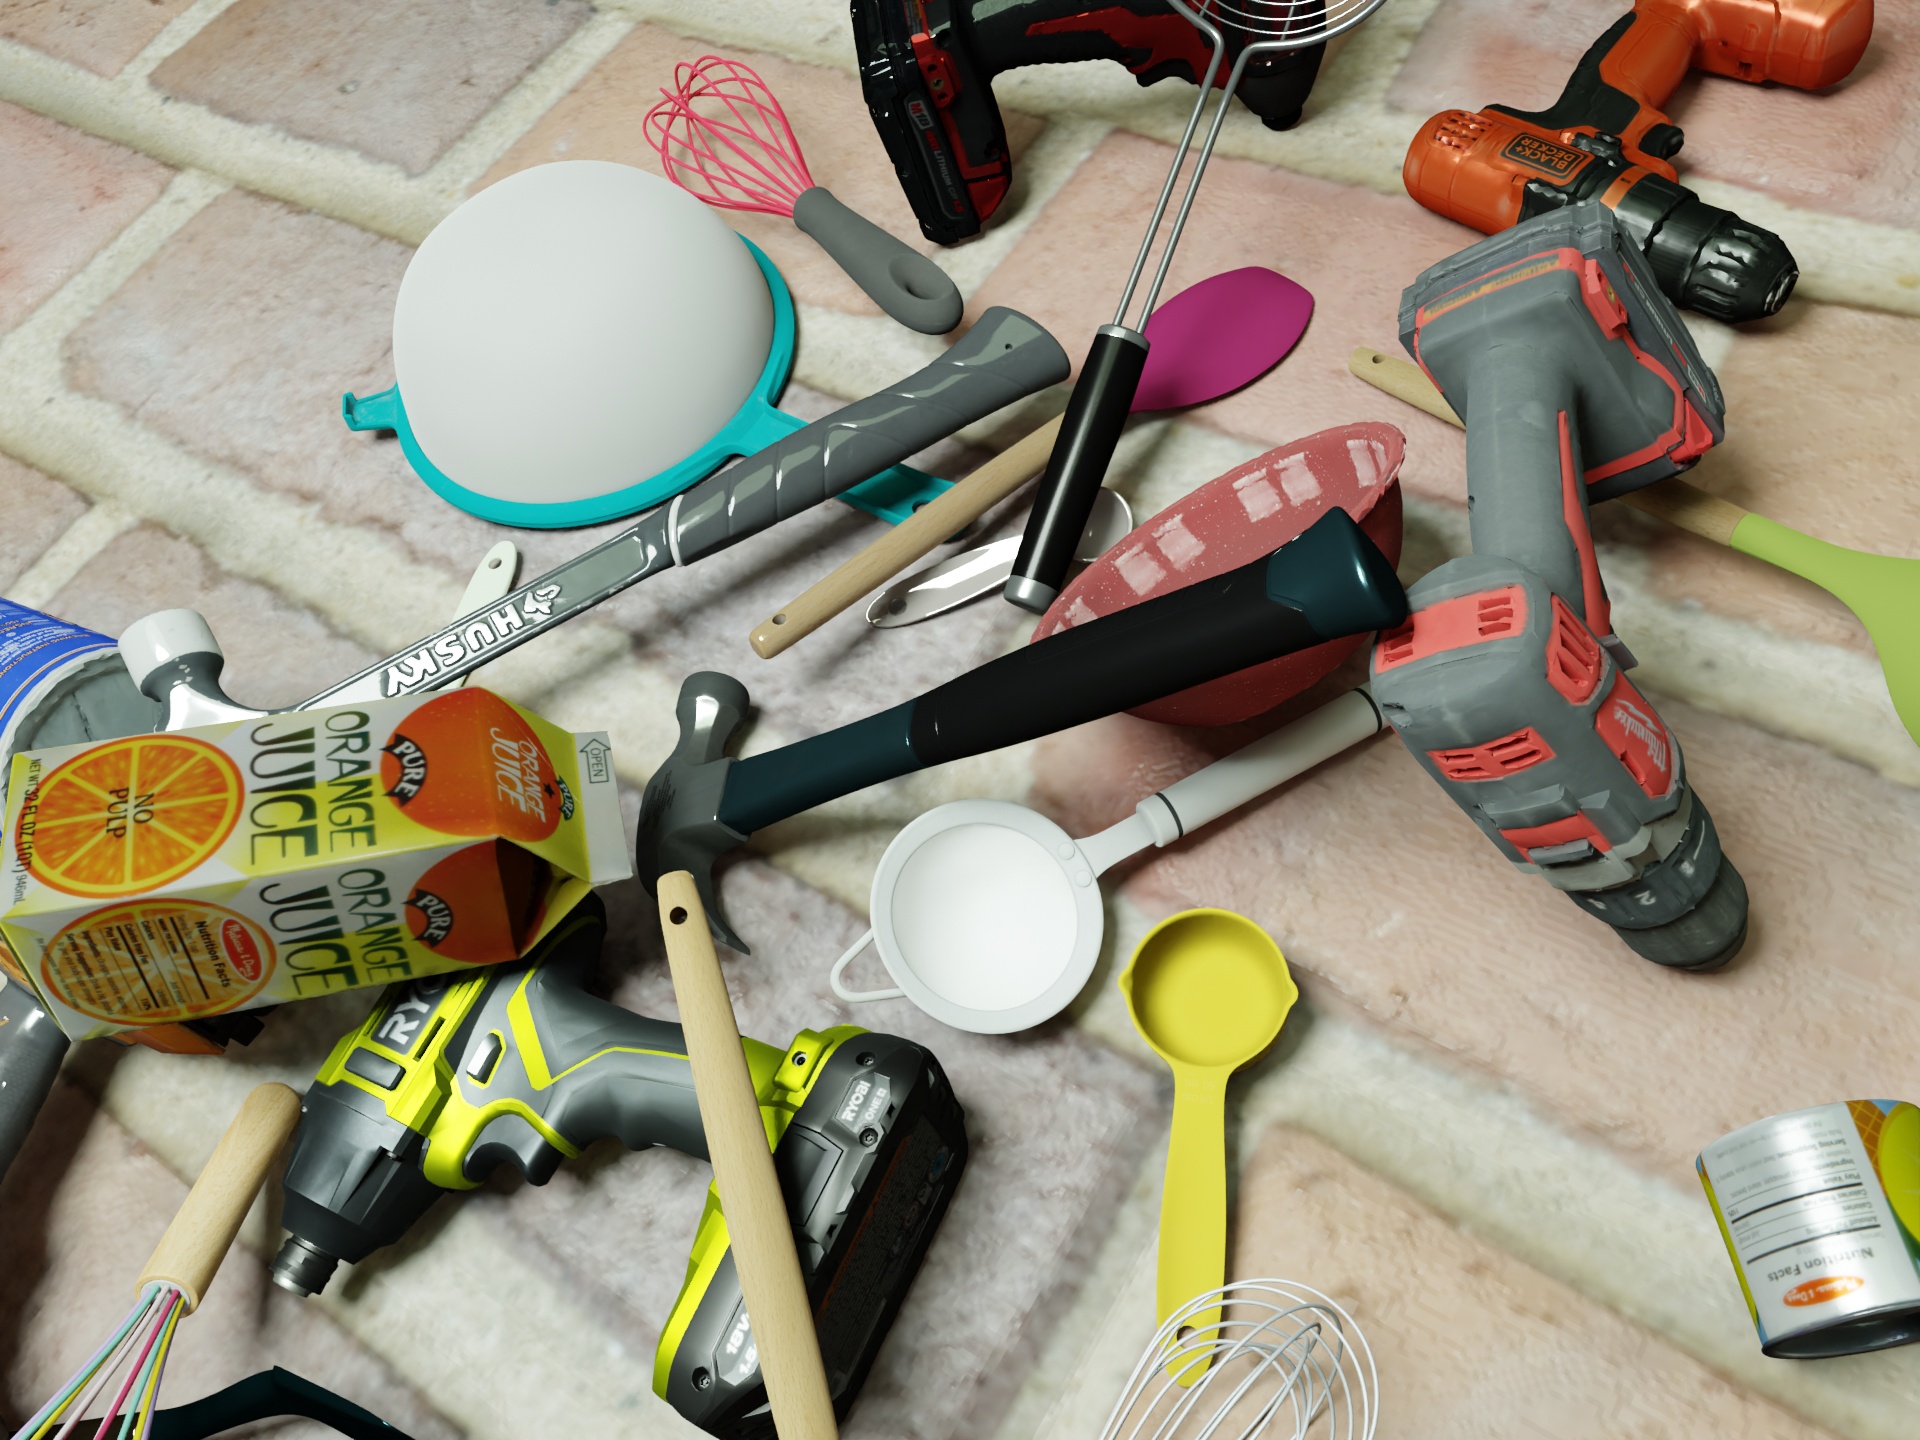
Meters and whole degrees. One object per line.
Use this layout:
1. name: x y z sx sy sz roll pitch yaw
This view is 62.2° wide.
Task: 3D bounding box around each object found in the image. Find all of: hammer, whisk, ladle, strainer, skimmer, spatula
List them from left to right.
1. spatula: -0.304 0.259 0.545 0.317 0.082 0.044 -14 44 11
2. whisk: -0.272 0.204 0.517 0.047 0.051 0.245 -26 25 13
3. hammer: -0.134 -0.067 0.671 0.409 0.036 0.149 -29 78 -9
4. strainer: -0.142 -0.177 0.751 0.340 0.095 0.211 27 68 25
5. ladle: -0.047 0.191 0.448 0.069 0.031 0.316 -16 71 -3
6. whisk: -0.082 -0.264 0.798 0.073 0.073 0.296 -35 51 -9
7. hammer: -0.001 -0.002 0.552 0.331 0.033 0.128 -20 47 38
8. whisk: 0.017 0.277 0.453 0.284 0.070 0.070 -46 59 -10
9. strainer: 0.068 0.043 0.597 0.258 0.050 0.087 -27 77 -11
10. skimmer: 0.087 -0.220 0.646 0.127 0.090 0.363 20 87 6
11. ladle: 0.282 -0.078 0.627 0.078 0.062 0.320 -43 52 -12

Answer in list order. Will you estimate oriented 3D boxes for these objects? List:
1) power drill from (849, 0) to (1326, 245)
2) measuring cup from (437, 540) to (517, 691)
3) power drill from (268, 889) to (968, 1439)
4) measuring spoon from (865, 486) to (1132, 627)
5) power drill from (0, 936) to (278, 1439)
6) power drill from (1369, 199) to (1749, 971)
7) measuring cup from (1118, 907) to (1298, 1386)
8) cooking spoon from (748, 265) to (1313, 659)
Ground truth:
1. power drill: 0.069 -0.323 0.775 0.219 0.143 0.079 -16 57 11
2. measuring cup: -0.242 -0.021 0.711 0.083 0.038 0.168 8 63 18
3. power drill: -0.126 0.152 0.556 0.223 0.080 0.171 16 63 26
4. measuring spoon: 0.017 -0.067 0.695 0.124 0.018 0.034 -22 75 7
5. power drill: -0.348 0.160 0.580 0.185 0.084 0.226 12 61 37
6. power drill: 0.213 -0.041 0.541 0.080 0.187 0.227 -18 44 40
7. measuring cup: 0.082 0.143 0.544 0.062 0.029 0.157 2 70 15
8. cooking spoon: 0.036 -0.120 0.704 0.319 0.017 0.069 -37 56 -19
